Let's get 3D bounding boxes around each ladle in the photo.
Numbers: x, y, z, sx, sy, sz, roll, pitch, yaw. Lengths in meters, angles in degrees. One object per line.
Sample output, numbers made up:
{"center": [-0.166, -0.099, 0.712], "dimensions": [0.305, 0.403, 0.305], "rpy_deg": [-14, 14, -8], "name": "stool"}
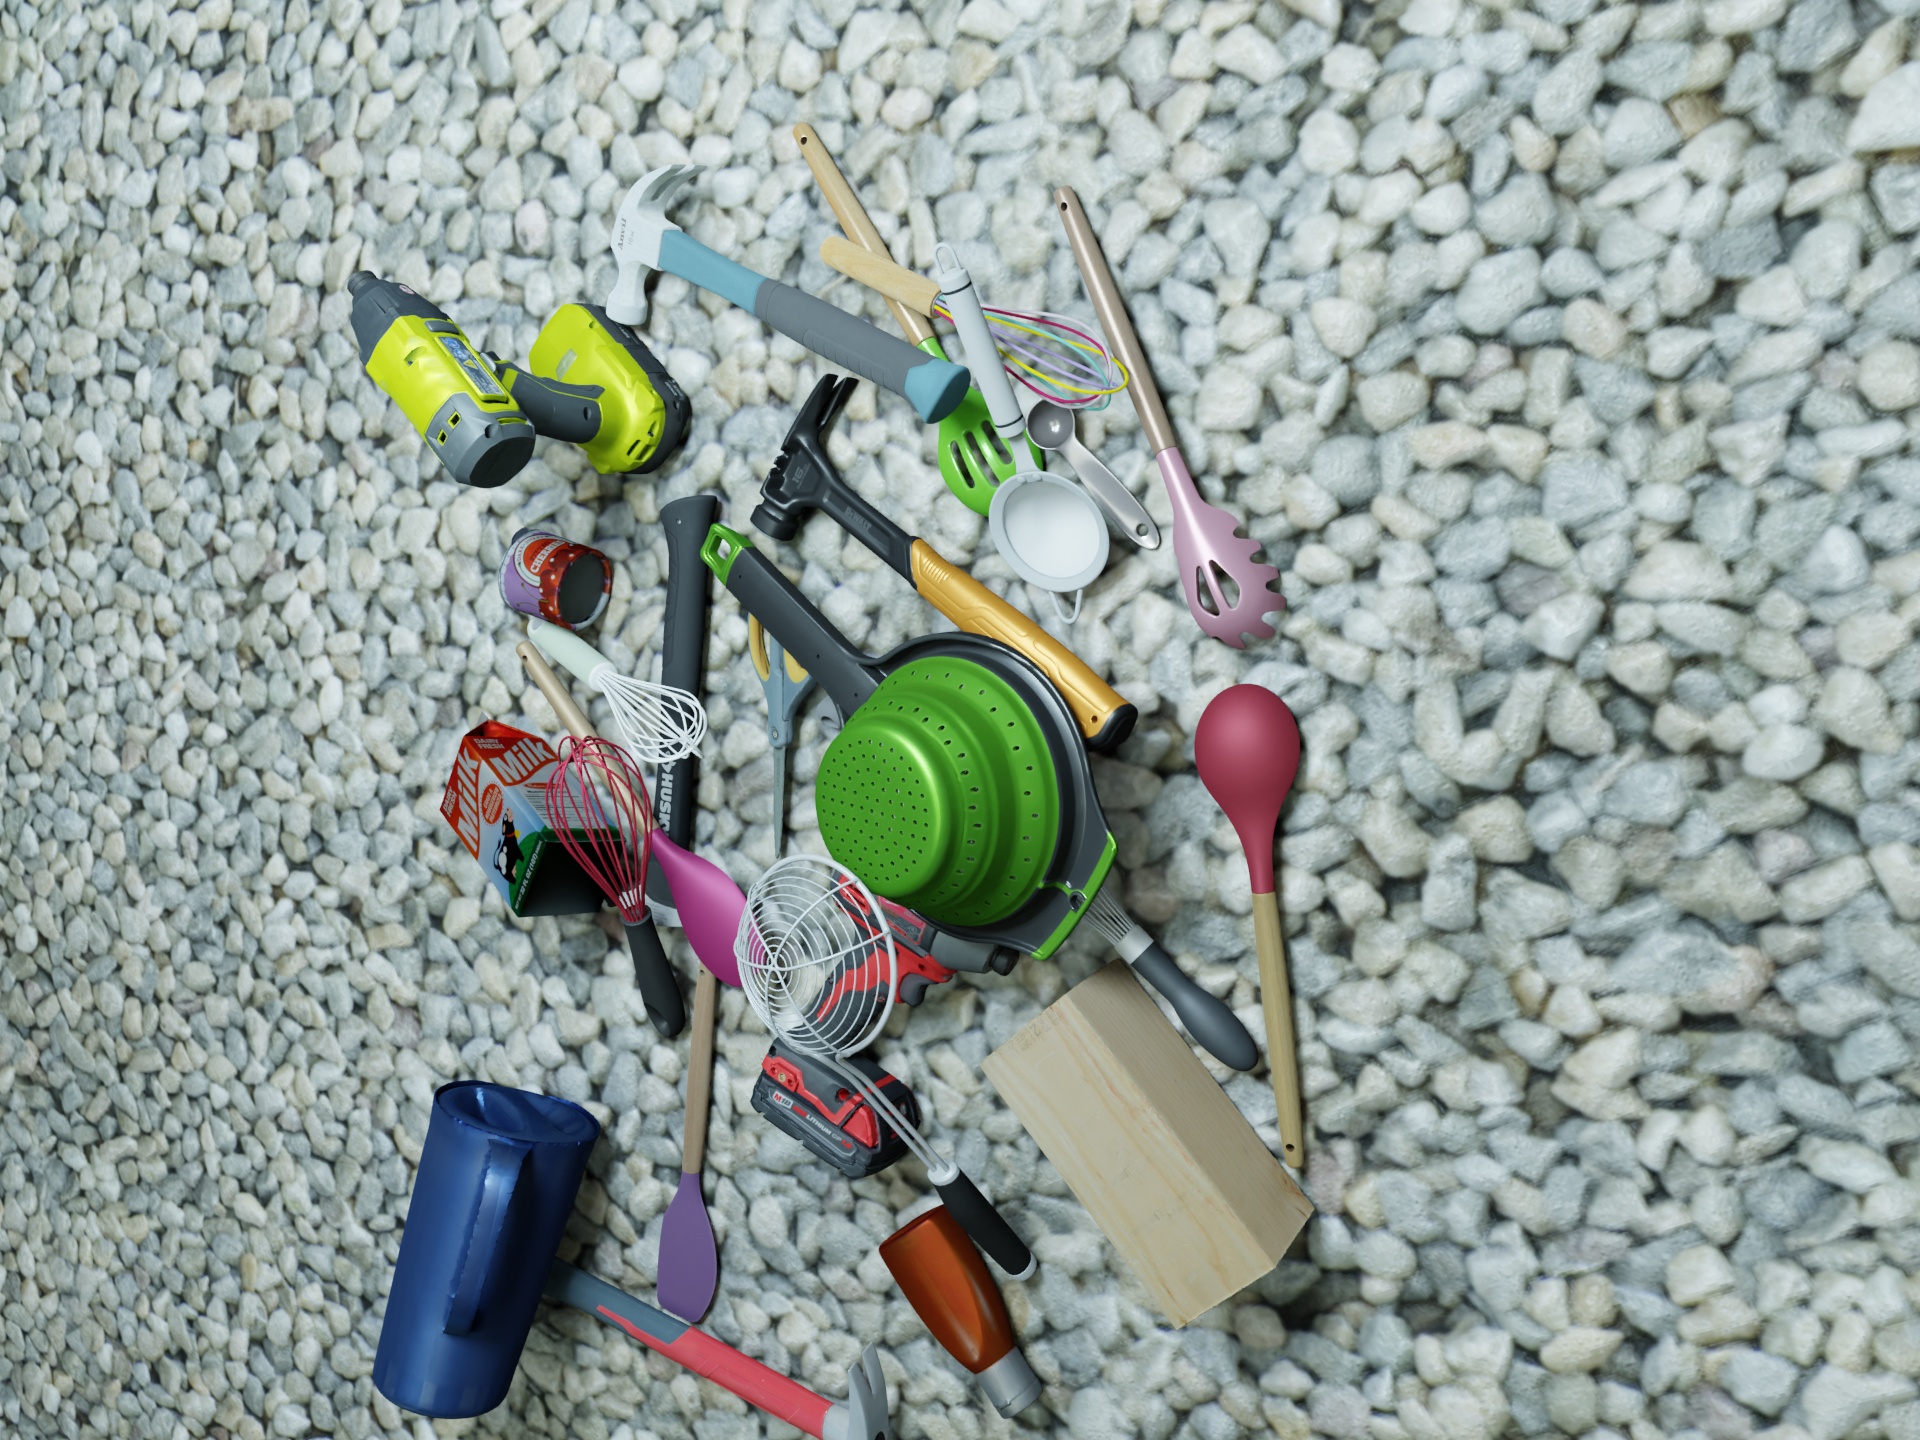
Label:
{"center": [0.196, 0.134, 1.016], "dimensions": [0.069, 0.031, 0.315], "rpy_deg": [-5, 97, 28], "name": "ladle"}

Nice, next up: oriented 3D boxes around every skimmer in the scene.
{"center": [-0.029, 0.242, 1.061], "dimensions": [0.127, 0.090, 0.363], "rpy_deg": [-8, 130, 37], "name": "skimmer"}

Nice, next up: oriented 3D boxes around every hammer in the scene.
{"center": [-0.008, -0.097, 1.052], "dimensions": [0.337, 0.034, 0.127], "rpy_deg": [41, 114, 28], "name": "hammer"}
{"center": [-0.124, -0.281, 1.082], "dimensions": [0.331, 0.033, 0.128], "rpy_deg": [33, 123, 29], "name": "hammer"}
{"center": [-0.209, -0.004, 1.204], "dimensions": [0.146, 0.035, 0.334], "rpy_deg": [12, 102, 27], "name": "hammer"}
{"center": [-0.226, 0.483, 1.268], "dimensions": [0.386, 0.038, 0.143], "rpy_deg": [15, 120, 27], "name": "hammer"}

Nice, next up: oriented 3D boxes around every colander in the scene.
{"center": [-0.076, -0.002, 1.035], "dimensions": [0.397, 0.094, 0.204], "rpy_deg": [44, 122, 26], "name": "colander"}

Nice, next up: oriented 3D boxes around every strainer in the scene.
{"center": [0.037, -0.180, 1.001], "dimensions": [0.087, 0.050, 0.258], "rpy_deg": [-1, 127, 35], "name": "strainer"}

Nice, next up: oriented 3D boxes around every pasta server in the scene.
{"center": [0.123, -0.194, 1.007], "dimensions": [0.060, 0.040, 0.316], "rpy_deg": [-25, 82, 28], "name": "pasta server"}

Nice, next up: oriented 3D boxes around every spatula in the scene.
{"center": [-0.210, 0.334, 1.262], "dimensions": [0.060, 0.018, 0.316], "rpy_deg": [13, 104, 28], "name": "spatula"}

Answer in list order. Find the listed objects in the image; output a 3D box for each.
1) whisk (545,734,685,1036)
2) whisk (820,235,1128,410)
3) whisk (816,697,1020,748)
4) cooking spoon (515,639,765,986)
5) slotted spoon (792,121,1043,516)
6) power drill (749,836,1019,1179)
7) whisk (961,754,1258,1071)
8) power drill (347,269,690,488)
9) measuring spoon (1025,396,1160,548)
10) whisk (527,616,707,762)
{"center": [-0.245, 0.129, 1.176], "dimensions": [0.073, 0.073, 0.295], "rpy_deg": [12, 131, 26], "name": "whisk"}
{"center": [0.006, -0.261, 1.027], "dimensions": [0.245, 0.051, 0.047], "rpy_deg": [32, 76, 25], "name": "whisk"}
{"center": [-0.001, -0.004, 1.091], "dimensions": [0.239, 0.055, 0.055], "rpy_deg": [1, 98, 33], "name": "whisk"}
{"center": [-0.248, 0.065, 1.203], "dimensions": [0.068, 0.017, 0.319], "rpy_deg": [-44, 76, 28], "name": "cooking spoon"}
{"center": [-0.038, -0.276, 1.079], "dimensions": [0.070, 0.031, 0.314], "rpy_deg": [-33, 80, 22], "name": "slotted spoon"}
{"center": [-0.051, 0.204, 1.130], "dimensions": [0.143, 0.078, 0.219], "rpy_deg": [29, 107, 21], "name": "power drill"}
{"center": [0.093, 0.124, 1.055], "dimensions": [0.285, 0.070, 0.070], "rpy_deg": [45, 115, 9], "name": "whisk"}
{"center": [-0.309, -0.241, 1.113], "dimensions": [0.080, 0.223, 0.171], "rpy_deg": [-46, 76, 25], "name": "power drill"}
{"center": [0.089, -0.160, 1.038], "dimensions": [0.034, 0.018, 0.124], "rpy_deg": [-42, 84, 24], "name": "measuring spoon"}
{"center": [-0.262, -0.029, 1.187], "dimensions": [0.058, 0.059, 0.247], "rpy_deg": [-48, 46, -10], "name": "whisk"}
